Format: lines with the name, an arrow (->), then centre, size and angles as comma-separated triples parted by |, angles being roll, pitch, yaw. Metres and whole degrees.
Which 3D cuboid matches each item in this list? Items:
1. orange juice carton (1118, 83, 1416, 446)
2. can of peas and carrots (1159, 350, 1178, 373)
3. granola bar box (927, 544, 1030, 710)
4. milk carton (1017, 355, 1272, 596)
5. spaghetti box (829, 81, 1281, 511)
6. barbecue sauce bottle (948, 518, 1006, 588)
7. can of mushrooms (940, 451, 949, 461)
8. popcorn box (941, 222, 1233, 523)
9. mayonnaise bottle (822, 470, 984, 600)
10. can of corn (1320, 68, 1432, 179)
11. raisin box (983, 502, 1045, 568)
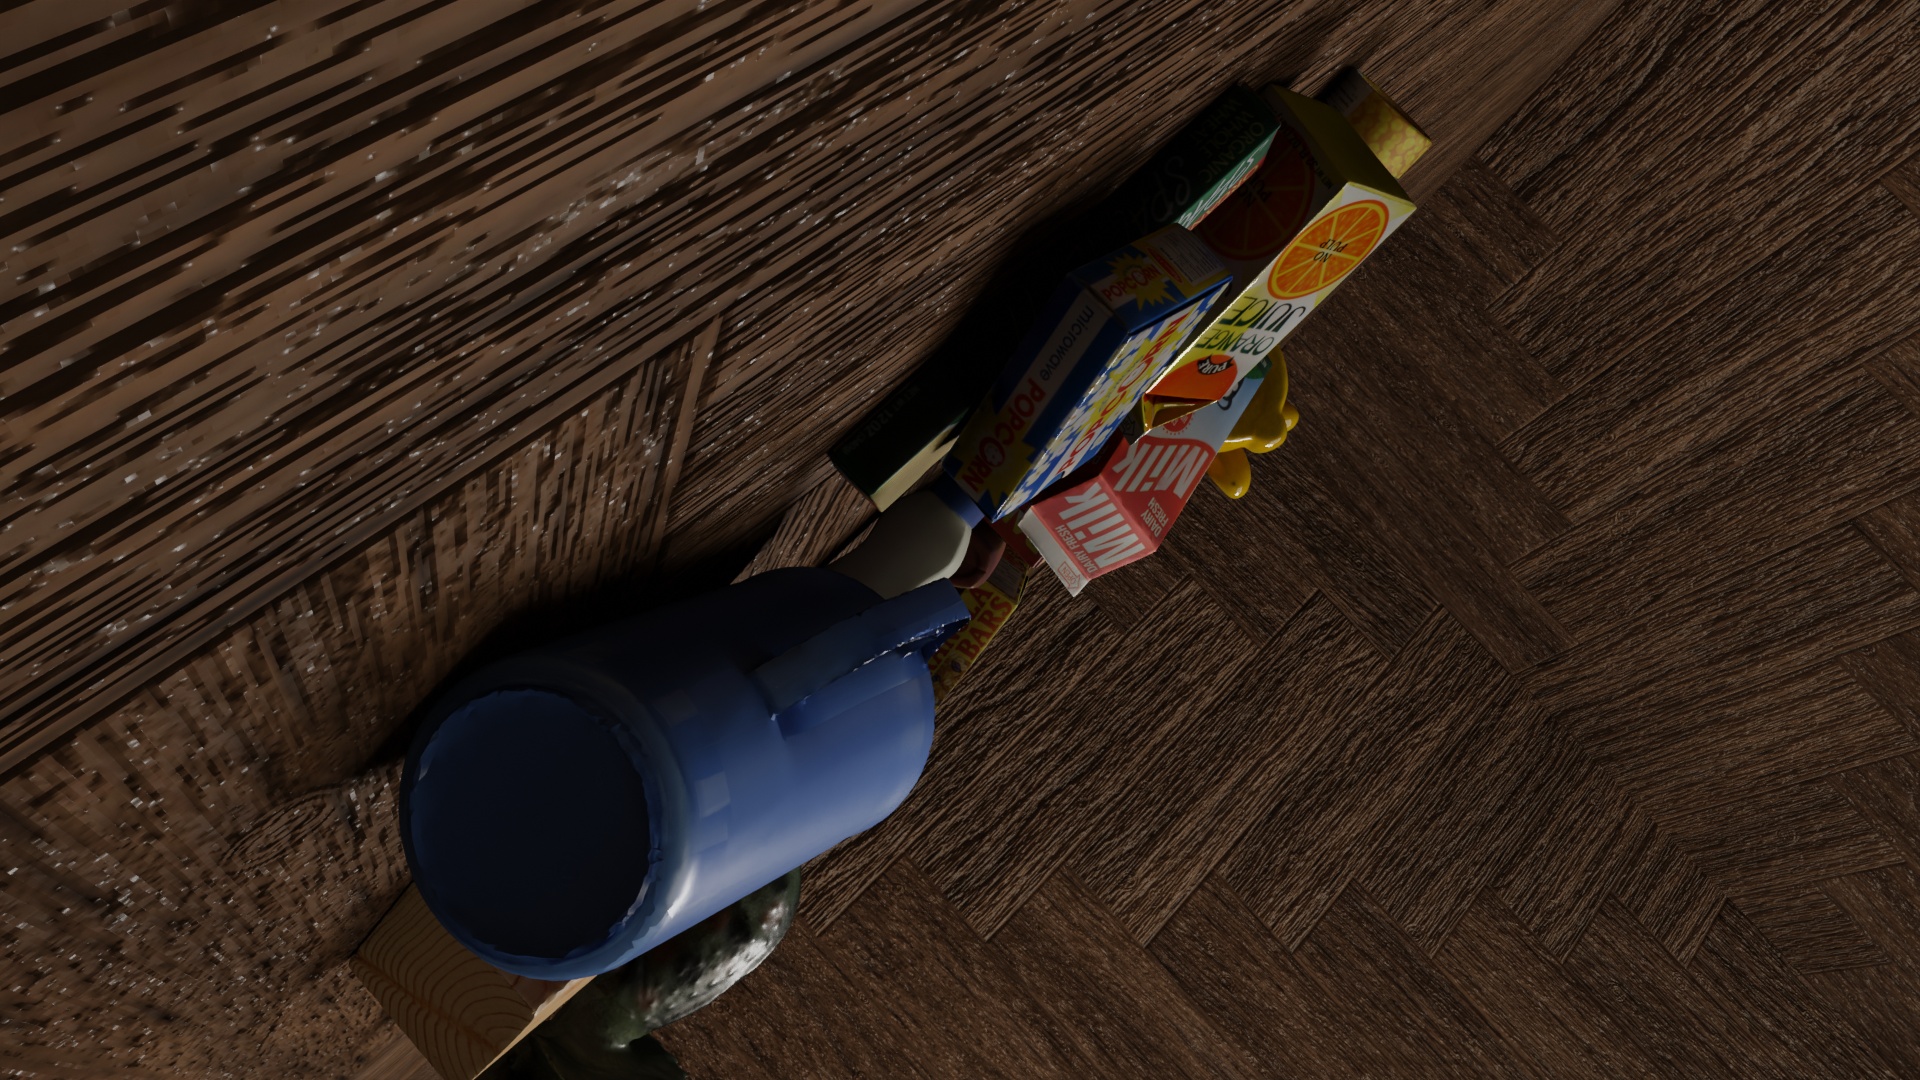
orange juice carton -> 0.134, -0.137, 0.732 | 0.073, 0.072, 0.191 | -1, 144, -46
can of peas and carrots -> 0.064, -0.096, 0.694 | 0.058, 0.071, 0.071 | -47, 173, 40
granola bar box -> -0.008, 0.070, 1.018 | 0.165, 0.039, 0.125 | -53, -175, 24
milk carton -> 0.101, -0.061, 0.831 | 0.073, 0.072, 0.191 | 11, -121, 48
spaghetti box -> 0.044, -0.108, 0.626 | 0.250, 0.029, 0.050 | -42, 174, -4
barbecue sauce bottle -> 0.003, -0.012, 0.940 | 0.043, 0.065, 0.149 | -63, 178, 17
can of mushrooms -> 0.019, -0.064, 0.776 | 0.071, 0.033, 0.071 | -42, 174, -6
popcorn box -> 0.053, -0.073, 0.604 | 0.085, 0.038, 0.126 | -34, 166, -44
mayonnaise bottle -> -0.031, 0.008, 0.834 | 0.148, 0.065, 0.041 | -46, 173, -2
can of corn -> 0.238, -0.235, 0.827 | 0.058, 0.071, 0.071 | -46, 174, 26
raisin box -> 0.057, -0.045, 0.917 | 0.124, 0.086, 0.040 | -36, 171, -50
